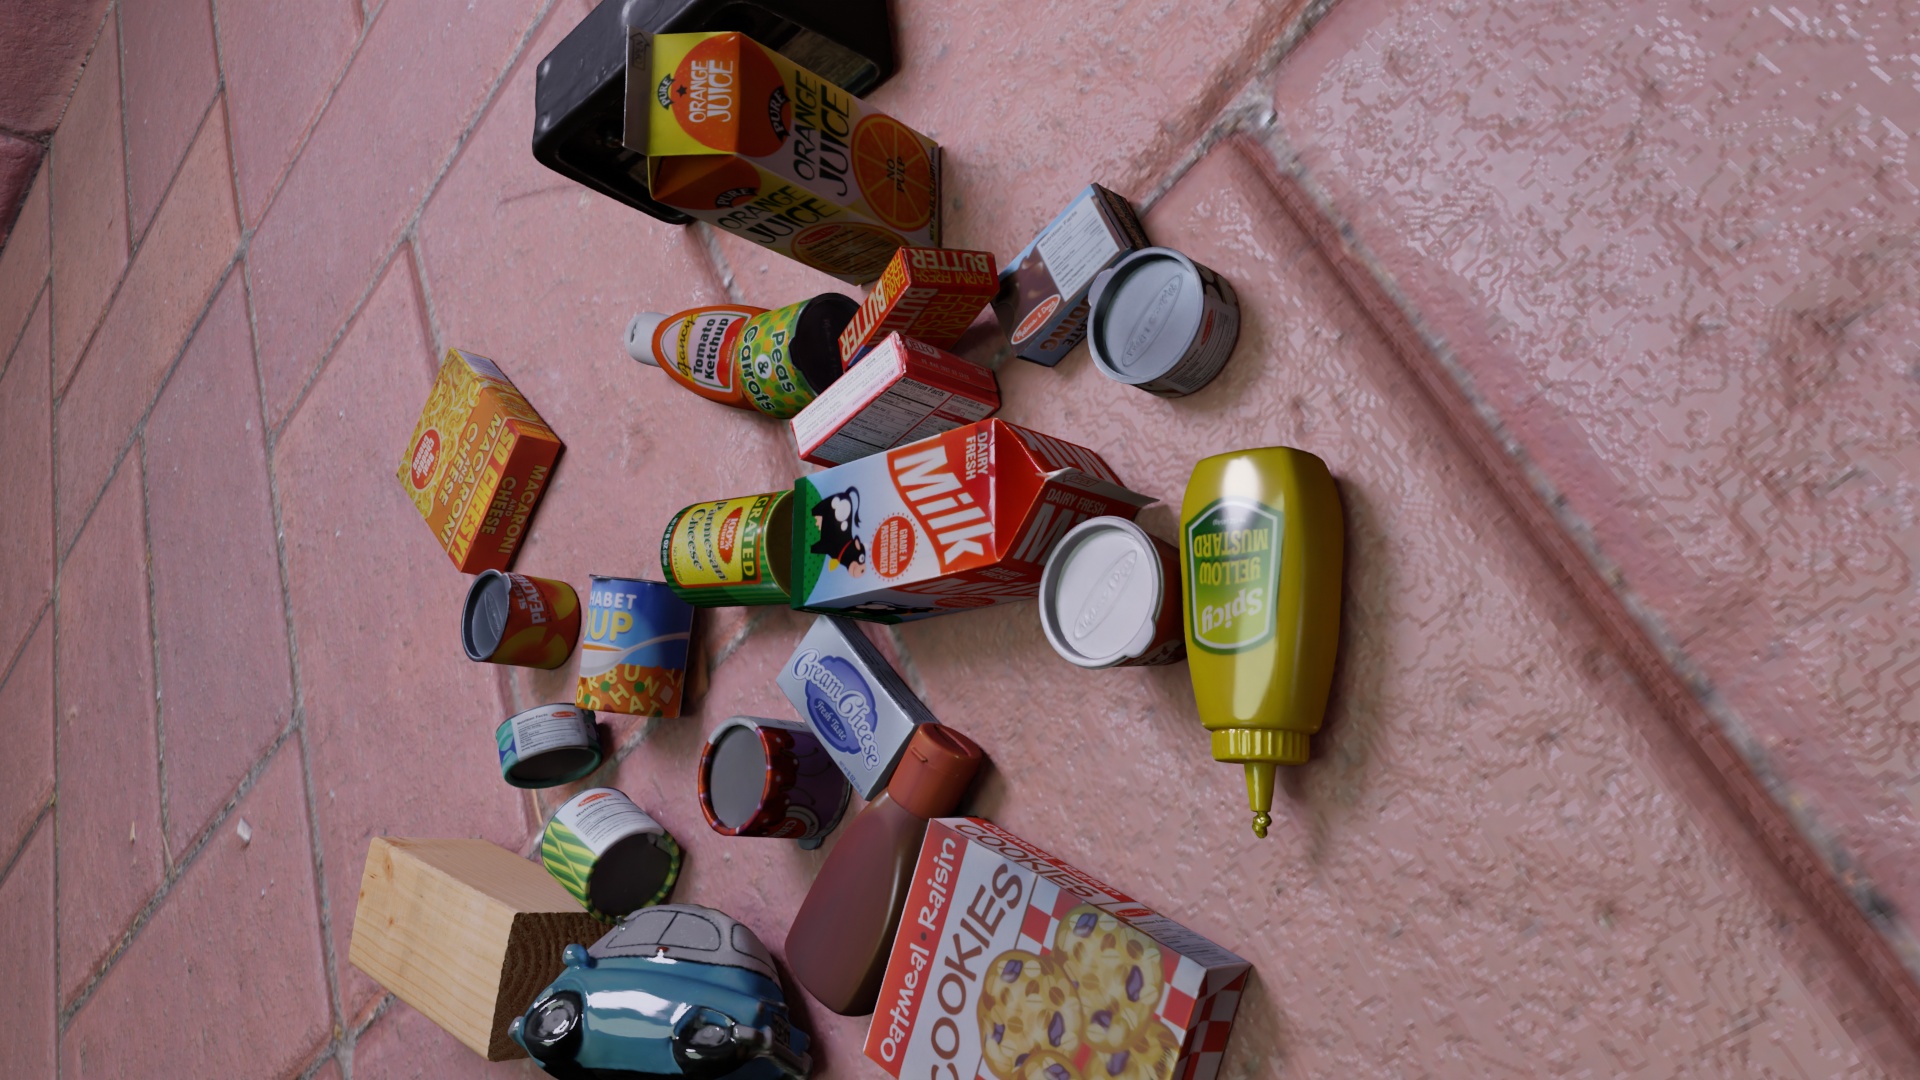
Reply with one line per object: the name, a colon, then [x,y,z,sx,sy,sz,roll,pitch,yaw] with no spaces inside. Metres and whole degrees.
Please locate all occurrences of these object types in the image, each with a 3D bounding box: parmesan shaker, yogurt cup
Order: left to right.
parmesan shaker: [-0.120,0.009,0.811,0.103,0.071,0.071,-6,76,43]
yogurt cup: [0.077,0.027,0.626,0.072,0.054,0.072,-12,72,42]

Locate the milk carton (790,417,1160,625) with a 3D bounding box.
milk carton: [0.002,-0.009,0.693,0.190,0.072,0.073,-13,71,41]

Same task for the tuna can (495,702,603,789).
tuna can: [-0.275,0.139,0.931,0.071,0.071,0.033,-39,57,31]

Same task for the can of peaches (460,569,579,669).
can of peaches: [-0.313,0.056,0.992,0.071,0.058,0.071,-13,71,42]

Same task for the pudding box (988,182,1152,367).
pudding box: [0.055,-0.134,0.703,0.083,0.030,0.050,-42,55,29]

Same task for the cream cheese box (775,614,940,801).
cream cheese box: [-0.057,0.089,0.759,0.053,0.024,0.104,-56,49,13]

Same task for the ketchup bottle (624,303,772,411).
ketchup bottle: [-0.166,-0.124,0.905,0.149,0.043,0.064,17,92,45]

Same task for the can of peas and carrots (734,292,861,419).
can of peas and carrots: [-0.091,-0.106,0.808,0.058,0.071,0.071,-7,75,44]

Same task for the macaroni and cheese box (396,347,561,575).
macaroni and cheese box: [-0.384,-0.064,1.102,0.167,0.040,0.123,40,108,42]

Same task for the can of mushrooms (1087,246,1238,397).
can of mushrooms: [0.094,-0.103,0.656,0.071,0.033,0.071,-12,73,42]

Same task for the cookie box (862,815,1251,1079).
cookie box: [0.037,0.213,0.629,0.167,0.040,0.123,19,93,44]

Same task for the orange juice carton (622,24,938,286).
orange juice carton: [-0.102,-0.209,0.758,0.073,0.193,0.072,-13,70,41]

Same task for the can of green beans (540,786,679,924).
can of green beans: [-0.216,0.195,0.859,0.058,0.071,0.071,24,97,44]

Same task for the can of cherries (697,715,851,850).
can of cherries: [-0.104,0.134,0.770,0.071,0.058,0.071,-13,70,41]

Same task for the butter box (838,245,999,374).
butter box: [-0.023,-0.119,0.734,0.103,0.053,0.024,138,126,-59]

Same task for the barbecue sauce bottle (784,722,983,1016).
barbecue sauce bottle: [-0.037,0.165,0.710,0.065,0.044,0.148,37,105,42]

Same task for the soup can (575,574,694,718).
soup can: [-0.207,0.067,0.878,0.071,0.071,0.084,-1,80,44]

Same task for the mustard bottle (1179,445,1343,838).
mustard bottle: [0.125,0.042,0.579,0.065,0.049,0.160,-10,73,44]
